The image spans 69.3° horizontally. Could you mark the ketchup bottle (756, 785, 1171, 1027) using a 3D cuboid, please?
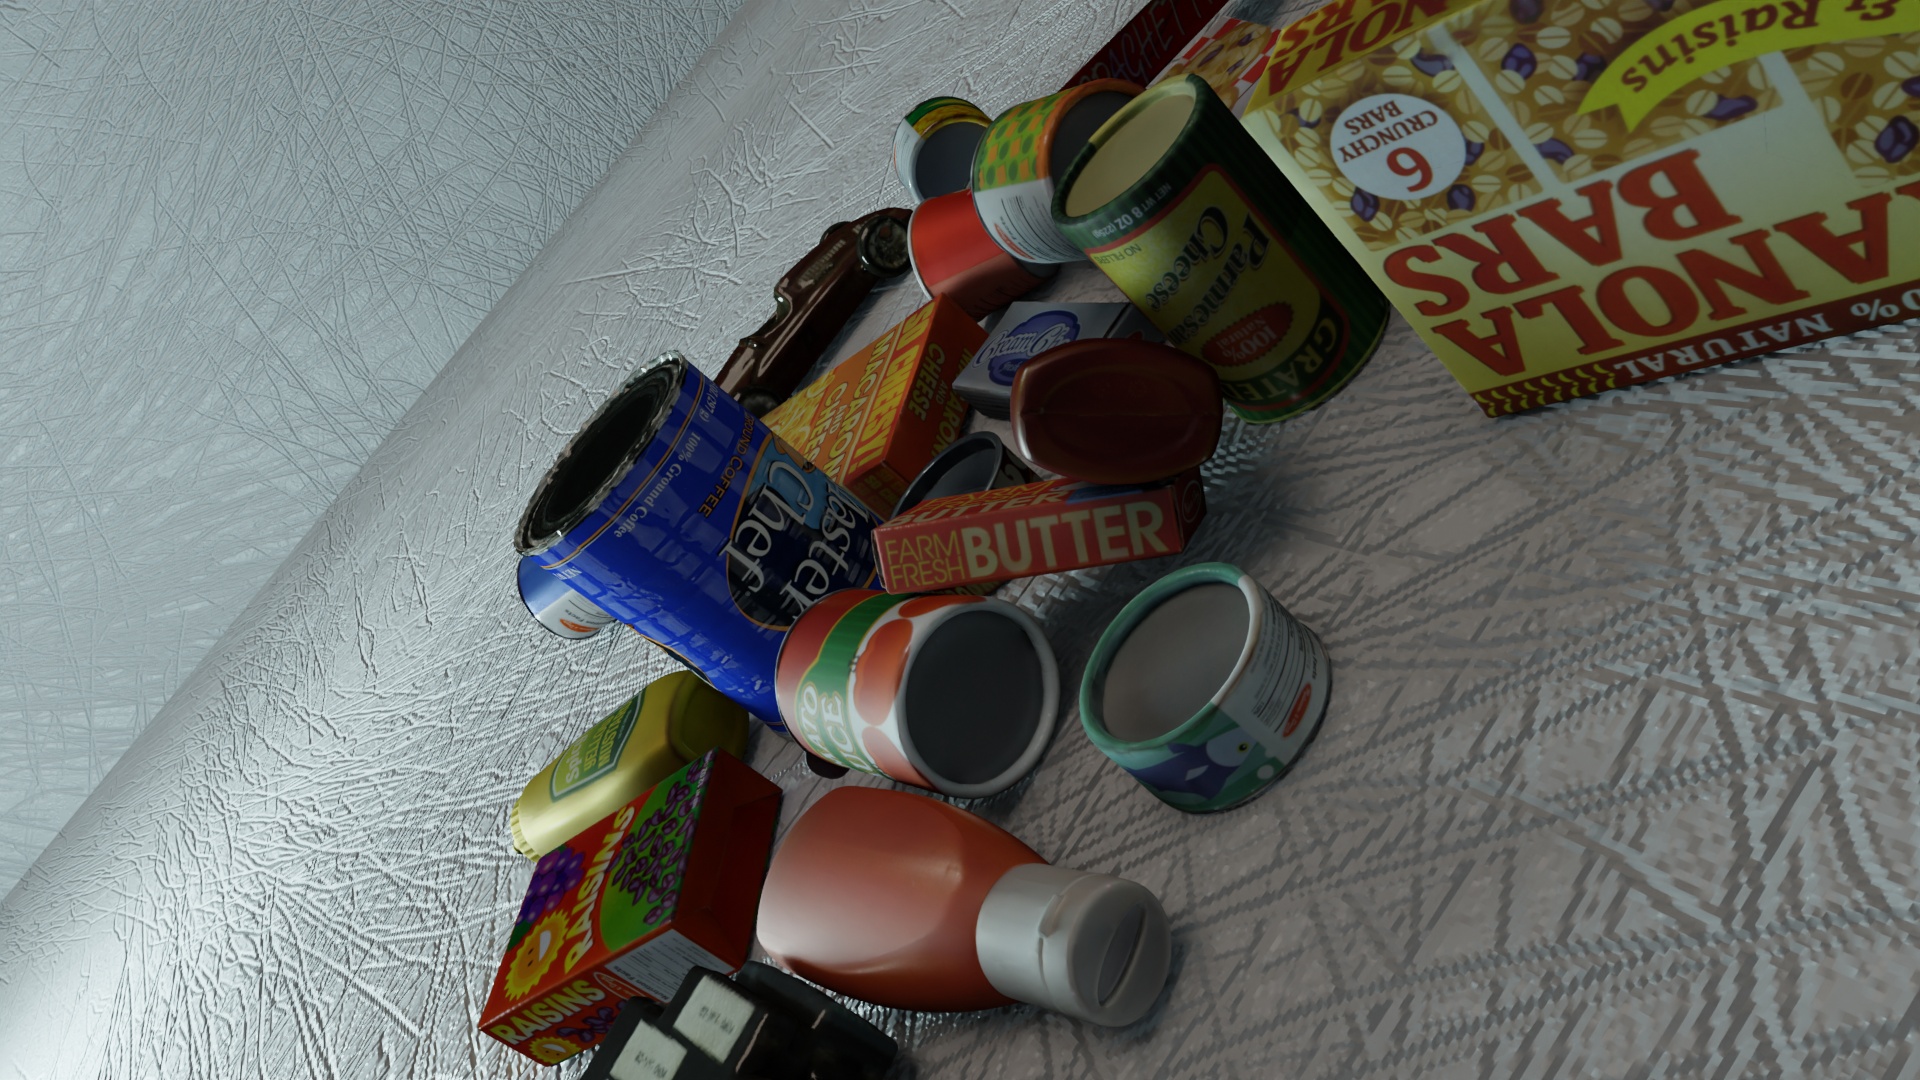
[{"bbox_3d":[-0.003,0.108,0.406,0.148,0.043,0.065,-7,49,54],"label":"ketchup bottle"}]

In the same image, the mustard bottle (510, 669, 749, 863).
[{"bbox_3d":[-0.165,0.116,0.641,0.159,0.048,0.066,-33,29,30],"label":"mustard bottle"}]

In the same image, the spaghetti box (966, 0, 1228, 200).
[{"bbox_3d":[0.094,-0.246,0.687,0.251,0.028,0.050,-49,8,-23],"label":"spaghetti box"}]

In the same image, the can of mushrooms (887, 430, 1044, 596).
[{"bbox_3d":[0.002,-0.007,0.563,0.071,0.033,0.071,-36,29,24],"label":"can of mushrooms"}]

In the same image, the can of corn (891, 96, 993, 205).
[{"bbox_3d":[-0.002,-0.228,0.831,0.071,0.071,0.058,-44,27,11],"label":"can of corn"}]

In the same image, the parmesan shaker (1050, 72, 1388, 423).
[{"bbox_3d":[0.085,-0.096,0.471,0.071,0.103,0.072,-37,29,25],"label":"parmesan shaker"}]

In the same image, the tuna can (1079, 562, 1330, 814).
[{"bbox_3d":[0.067,0.041,0.398,0.071,0.033,0.071,-36,29,24],"label":"tuna can"}]

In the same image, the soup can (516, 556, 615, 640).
[{"bbox_3d":[-0.218,0.011,0.842,0.083,0.071,0.072,-33,31,30],"label":"soup can"}]

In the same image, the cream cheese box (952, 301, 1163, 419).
[{"bbox_3d":[0.039,-0.078,0.609,0.053,0.024,0.104,-53,26,-9],"label":"cream cheese box"}]

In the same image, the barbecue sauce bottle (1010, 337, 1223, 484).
[{"bbox_3d":[0.050,-0.049,0.481,0.149,0.065,0.043,-74,-15,-81],"label":"barbecue sauce bottle"}]

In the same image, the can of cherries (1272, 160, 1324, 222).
[{"bbox_3d":[0.149,-0.126,0.459,0.058,0.071,0.072,-46,26,5],"label":"can of cherries"}]

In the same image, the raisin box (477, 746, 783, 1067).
[{"bbox_3d":[-0.132,0.148,0.559,0.123,0.040,0.086,-33,31,28],"label":"raisin box"}]

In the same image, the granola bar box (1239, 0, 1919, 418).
[{"bbox_3d":[0.169,-0.097,0.318,0.165,0.124,0.039,-14,43,50],"label":"granola bar box"}]

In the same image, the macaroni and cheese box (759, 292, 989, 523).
[{"bbox_3d":[-0.065,-0.038,0.702,0.166,0.040,0.124,-27,33,39],"label":"macaroni and cheese box"}]

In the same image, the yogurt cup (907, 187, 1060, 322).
[{"bbox_3d":[0.014,-0.149,0.702,0.054,0.072,0.073,-16,41,37],"label":"yogurt cup"}]

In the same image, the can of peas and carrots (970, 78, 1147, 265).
[{"bbox_3d":[0.047,-0.145,0.544,0.071,0.071,0.059,-55,25,-10],"label":"can of peas and carrots"}]

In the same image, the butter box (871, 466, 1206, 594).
[{"bbox_3d":[0.027,-0.005,0.466,0.103,0.024,0.053,-9,10,19],"label":"butter box"}]

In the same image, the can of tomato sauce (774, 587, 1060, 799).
[{"bbox_3d":[-0.017,0.052,0.476,0.083,0.071,0.071,-1,54,56],"label":"can of tomato sauce"}]

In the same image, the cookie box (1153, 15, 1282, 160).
[{"bbox_3d":[0.108,-0.157,0.591,0.123,0.040,0.168,-44,25,11],"label":"cookie box"}]
